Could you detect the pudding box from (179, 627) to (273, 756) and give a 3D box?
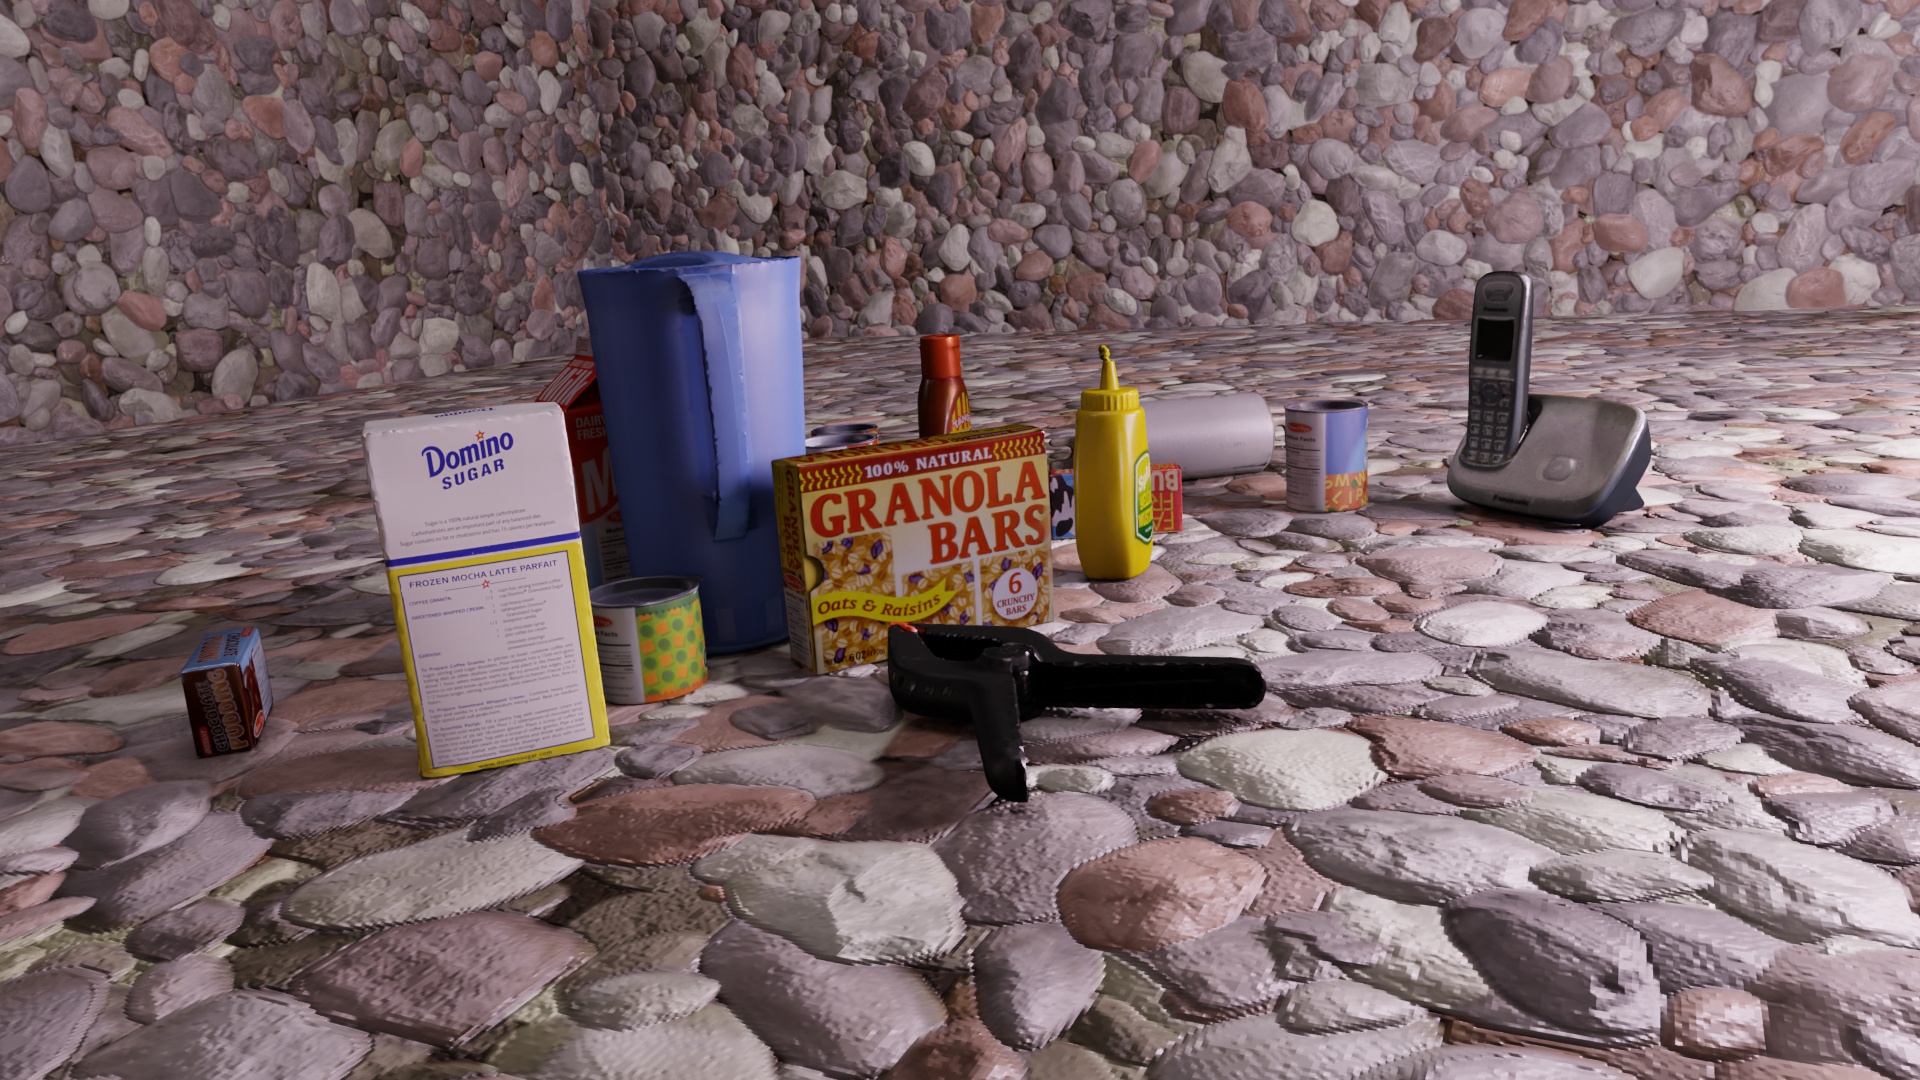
[{"bbox_3d":[-0.404,0.082,0.767,0.030,0.049,0.084,-8,14,-19],"label":"pudding box"}]

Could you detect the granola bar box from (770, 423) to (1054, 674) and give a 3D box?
[{"bbox_3d":[-0.024,0.002,0.833,0.166,0.124,0.039,-11,14,-28],"label":"granola bar box"}]

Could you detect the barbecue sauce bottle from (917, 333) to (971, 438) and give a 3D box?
[{"bbox_3d":[-0.015,-0.115,1.282,0.043,0.148,0.065,2,14,26],"label":"barbecue sauce bottle"}]

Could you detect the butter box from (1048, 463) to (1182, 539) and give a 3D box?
[{"bbox_3d":[0.121,-0.031,1.088,0.103,0.053,0.024,-3,12,3],"label":"butter box"}]

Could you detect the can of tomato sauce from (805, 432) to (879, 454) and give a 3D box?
[{"bbox_3d":[-0.096,-0.043,1.139,0.071,0.083,0.071,-4,13,1],"label":"can of tomato sauce"}]

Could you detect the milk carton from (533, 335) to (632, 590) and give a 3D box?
[{"bbox_3d":[-0.238,-0.042,0.943,0.074,0.190,0.072,-12,15,-32],"label":"milk carton"}]

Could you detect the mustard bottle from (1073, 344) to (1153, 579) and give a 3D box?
[{"bbox_3d":[0.105,-0.055,0.959,0.049,0.159,0.065,1,13,22],"label":"mustard bottle"}]

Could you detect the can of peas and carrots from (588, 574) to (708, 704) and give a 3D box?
[{"bbox_3d":[-0.178,0.055,0.794,0.071,0.058,0.071,-4,13,1],"label":"can of peas and carrots"}]

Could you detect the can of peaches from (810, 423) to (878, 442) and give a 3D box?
[{"bbox_3d":[-0.114,-0.082,1.372,0.071,0.058,0.071,-4,13,1],"label":"can of peaches"}]

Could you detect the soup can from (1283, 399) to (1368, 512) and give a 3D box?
[{"bbox_3d":[0.302,-0.070,1.137,0.071,0.083,0.071,-4,13,1],"label":"soup can"}]
